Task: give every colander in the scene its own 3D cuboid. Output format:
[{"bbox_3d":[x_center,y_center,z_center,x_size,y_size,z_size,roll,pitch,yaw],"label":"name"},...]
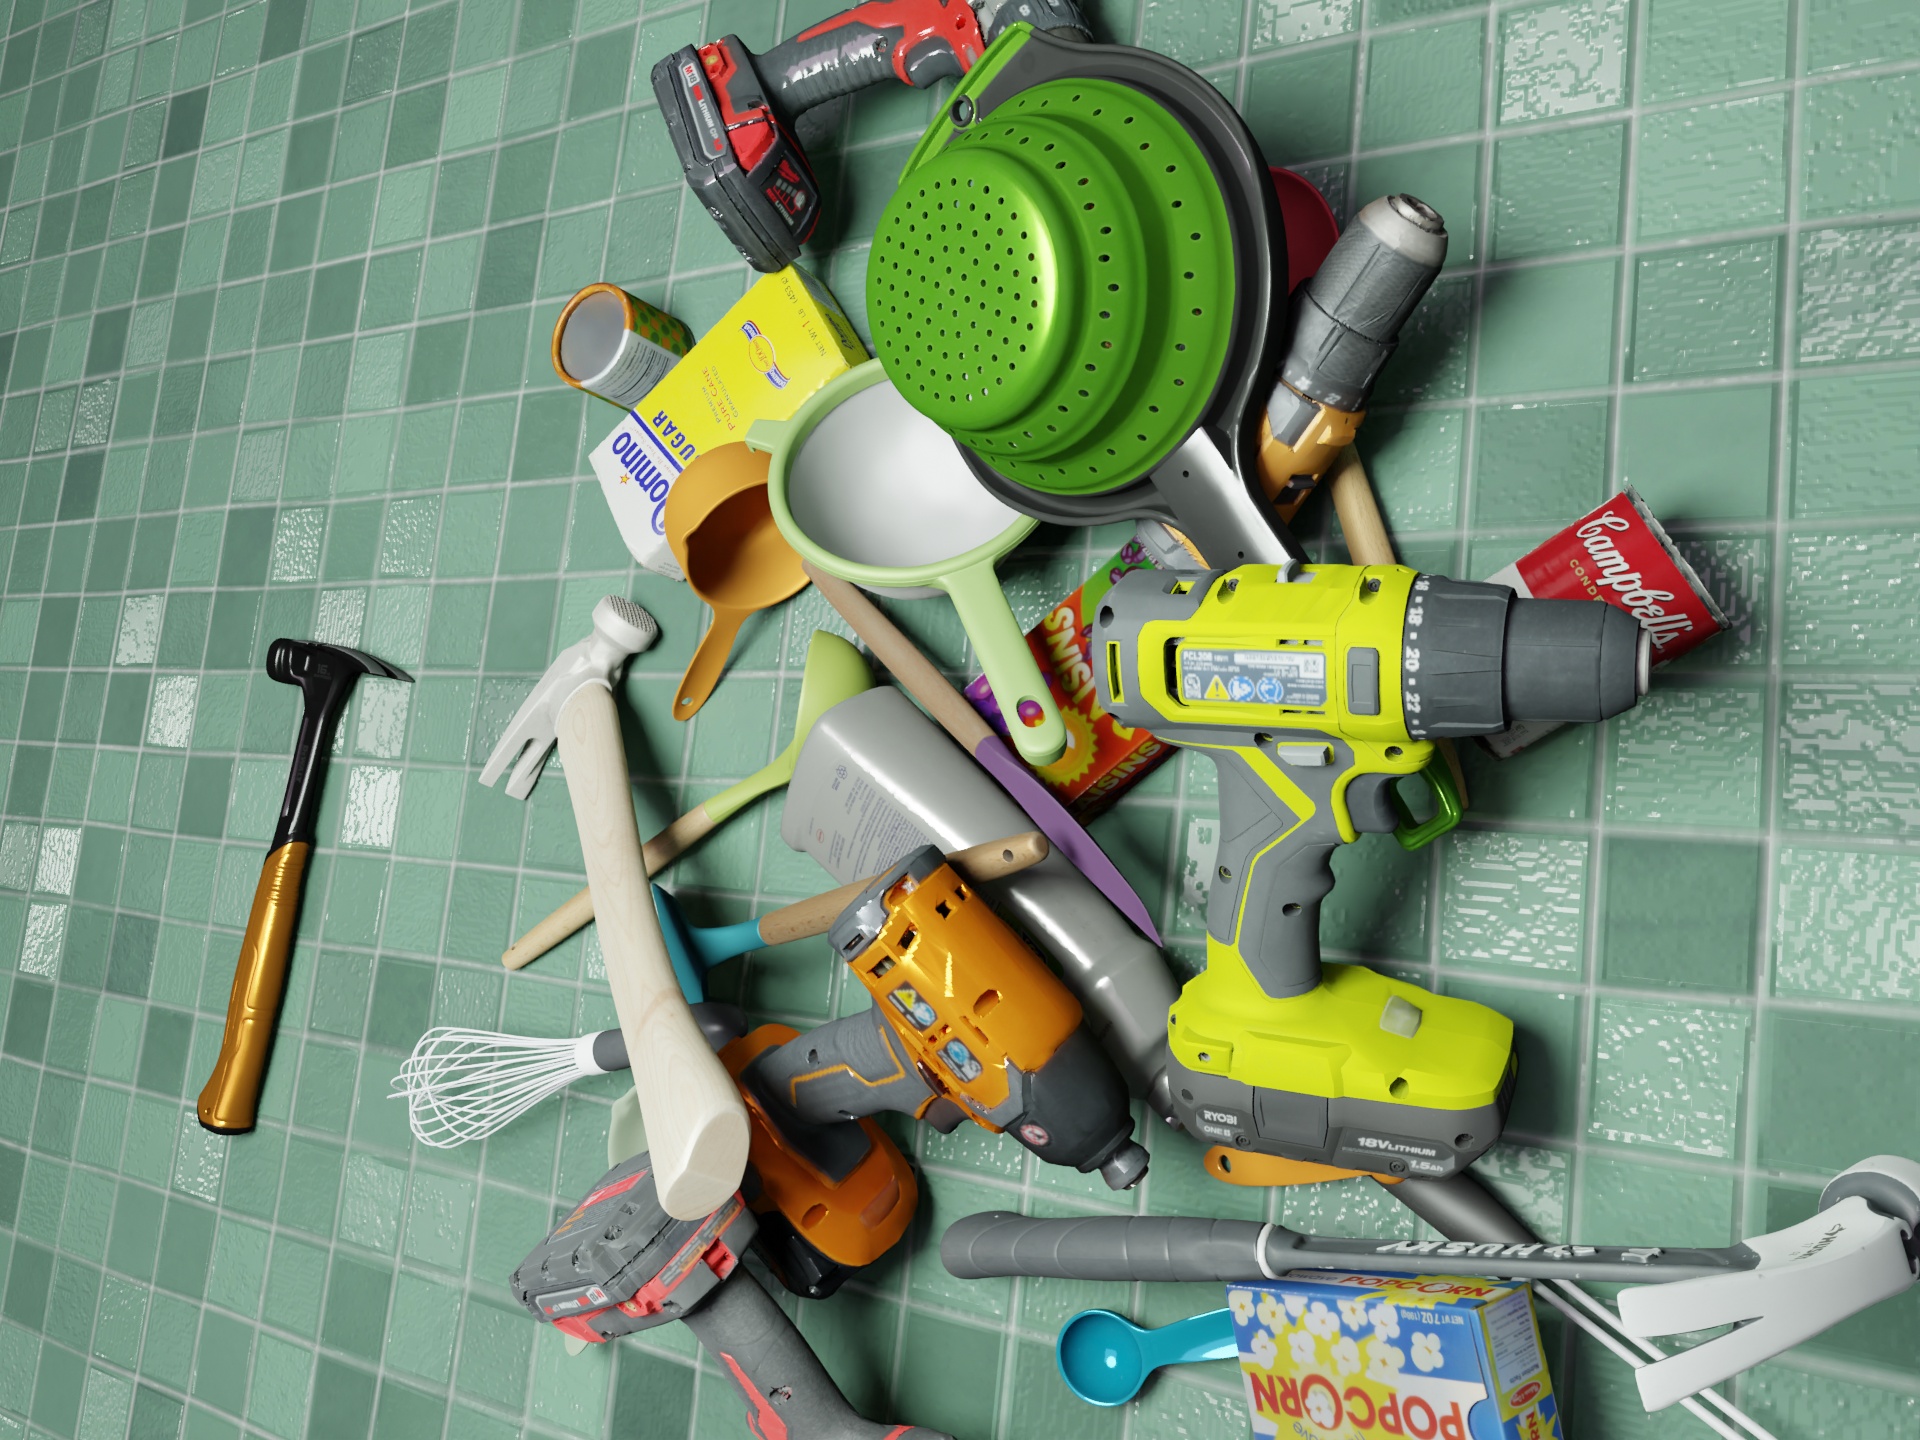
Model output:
[{"bbox_3d":[0.068,-0.113,0.653,0.204,0.094,0.397,-43,72,40],"label":"colander"}]

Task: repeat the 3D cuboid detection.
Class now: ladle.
[{"bbox_3d":[-0.165,0.056,0.888,0.320,0.062,0.078,-35,26,26],"label":"ladle"},{"bbox_3d":[0.175,-0.109,0.718,0.069,0.031,0.316,-28,68,40],"label":"ladle"}]

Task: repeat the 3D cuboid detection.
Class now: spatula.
[{"bbox_3d":[-0.001,-0.002,0.762,0.018,0.059,0.316,-37,47,-8],"label":"spatula"},{"bbox_3d":[-0.069,0.093,0.774,0.317,0.044,0.082,-21,83,42],"label":"spatula"}]

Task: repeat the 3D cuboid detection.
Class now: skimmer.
[{"bbox_3d":[0.243,0.248,0.566,0.364,0.090,0.127,36,124,34],"label":"skimmer"}]

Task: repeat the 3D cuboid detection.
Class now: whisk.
[{"bbox_3d":[-0.220,0.187,0.876,0.284,0.070,0.070,-19,71,34],"label":"whisk"}]

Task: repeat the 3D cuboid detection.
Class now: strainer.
[{"bbox_3d":[0.000,-0.072,0.782,0.151,0.069,0.257,-21,58,-3],"label":"strainer"}]

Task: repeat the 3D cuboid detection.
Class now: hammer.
[{"bbox_3d":[-0.178,0.090,0.810,0.146,0.038,0.411,-50,36,15],"label":"hammer"},{"bbox_3d":[0.128,0.202,0.596,0.409,0.149,0.036,-20,78,48],"label":"hammer"},{"bbox_3d":[-0.456,0.114,1.077,0.127,0.034,0.337,9,86,35],"label":"hammer"}]

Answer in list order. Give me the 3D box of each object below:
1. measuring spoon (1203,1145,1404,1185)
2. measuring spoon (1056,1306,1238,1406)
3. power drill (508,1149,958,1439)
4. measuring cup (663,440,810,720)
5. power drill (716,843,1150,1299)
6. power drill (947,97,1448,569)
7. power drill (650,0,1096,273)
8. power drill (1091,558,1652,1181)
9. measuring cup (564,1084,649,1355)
[{"bbox_3d":[0.140,0.185,0.666,0.117,0.011,0.021,-23,76,53],"label":"measuring spoon"},{"bbox_3d":[0.104,0.270,0.700,0.128,0.021,0.042,-19,80,19],"label":"measuring spoon"},{"bbox_3d":[-0.097,0.304,0.733,0.219,0.078,0.143,50,138,-4],"label":"power drill"},{"bbox_3d":[-0.136,-0.078,0.891,0.052,0.095,0.173,57,131,36],"label":"measuring cup"},{"bbox_3d":[-0.025,0.174,0.710,0.164,0.084,0.226,47,130,4],"label":"power drill"},{"bbox_3d":[0.102,-0.198,0.723,0.226,0.084,0.185,55,131,28],"label":"power drill"},{"bbox_3d":[-0.036,-0.333,0.844,0.226,0.080,0.188,-27,61,10],"label":"power drill"},{"bbox_3d":[0.153,0.052,0.599,0.190,0.080,0.228,3,111,26],"label":"power drill"},{"bbox_3d":[-0.168,0.269,0.860,0.083,0.038,0.167,30,100,33],"label":"measuring cup"}]
